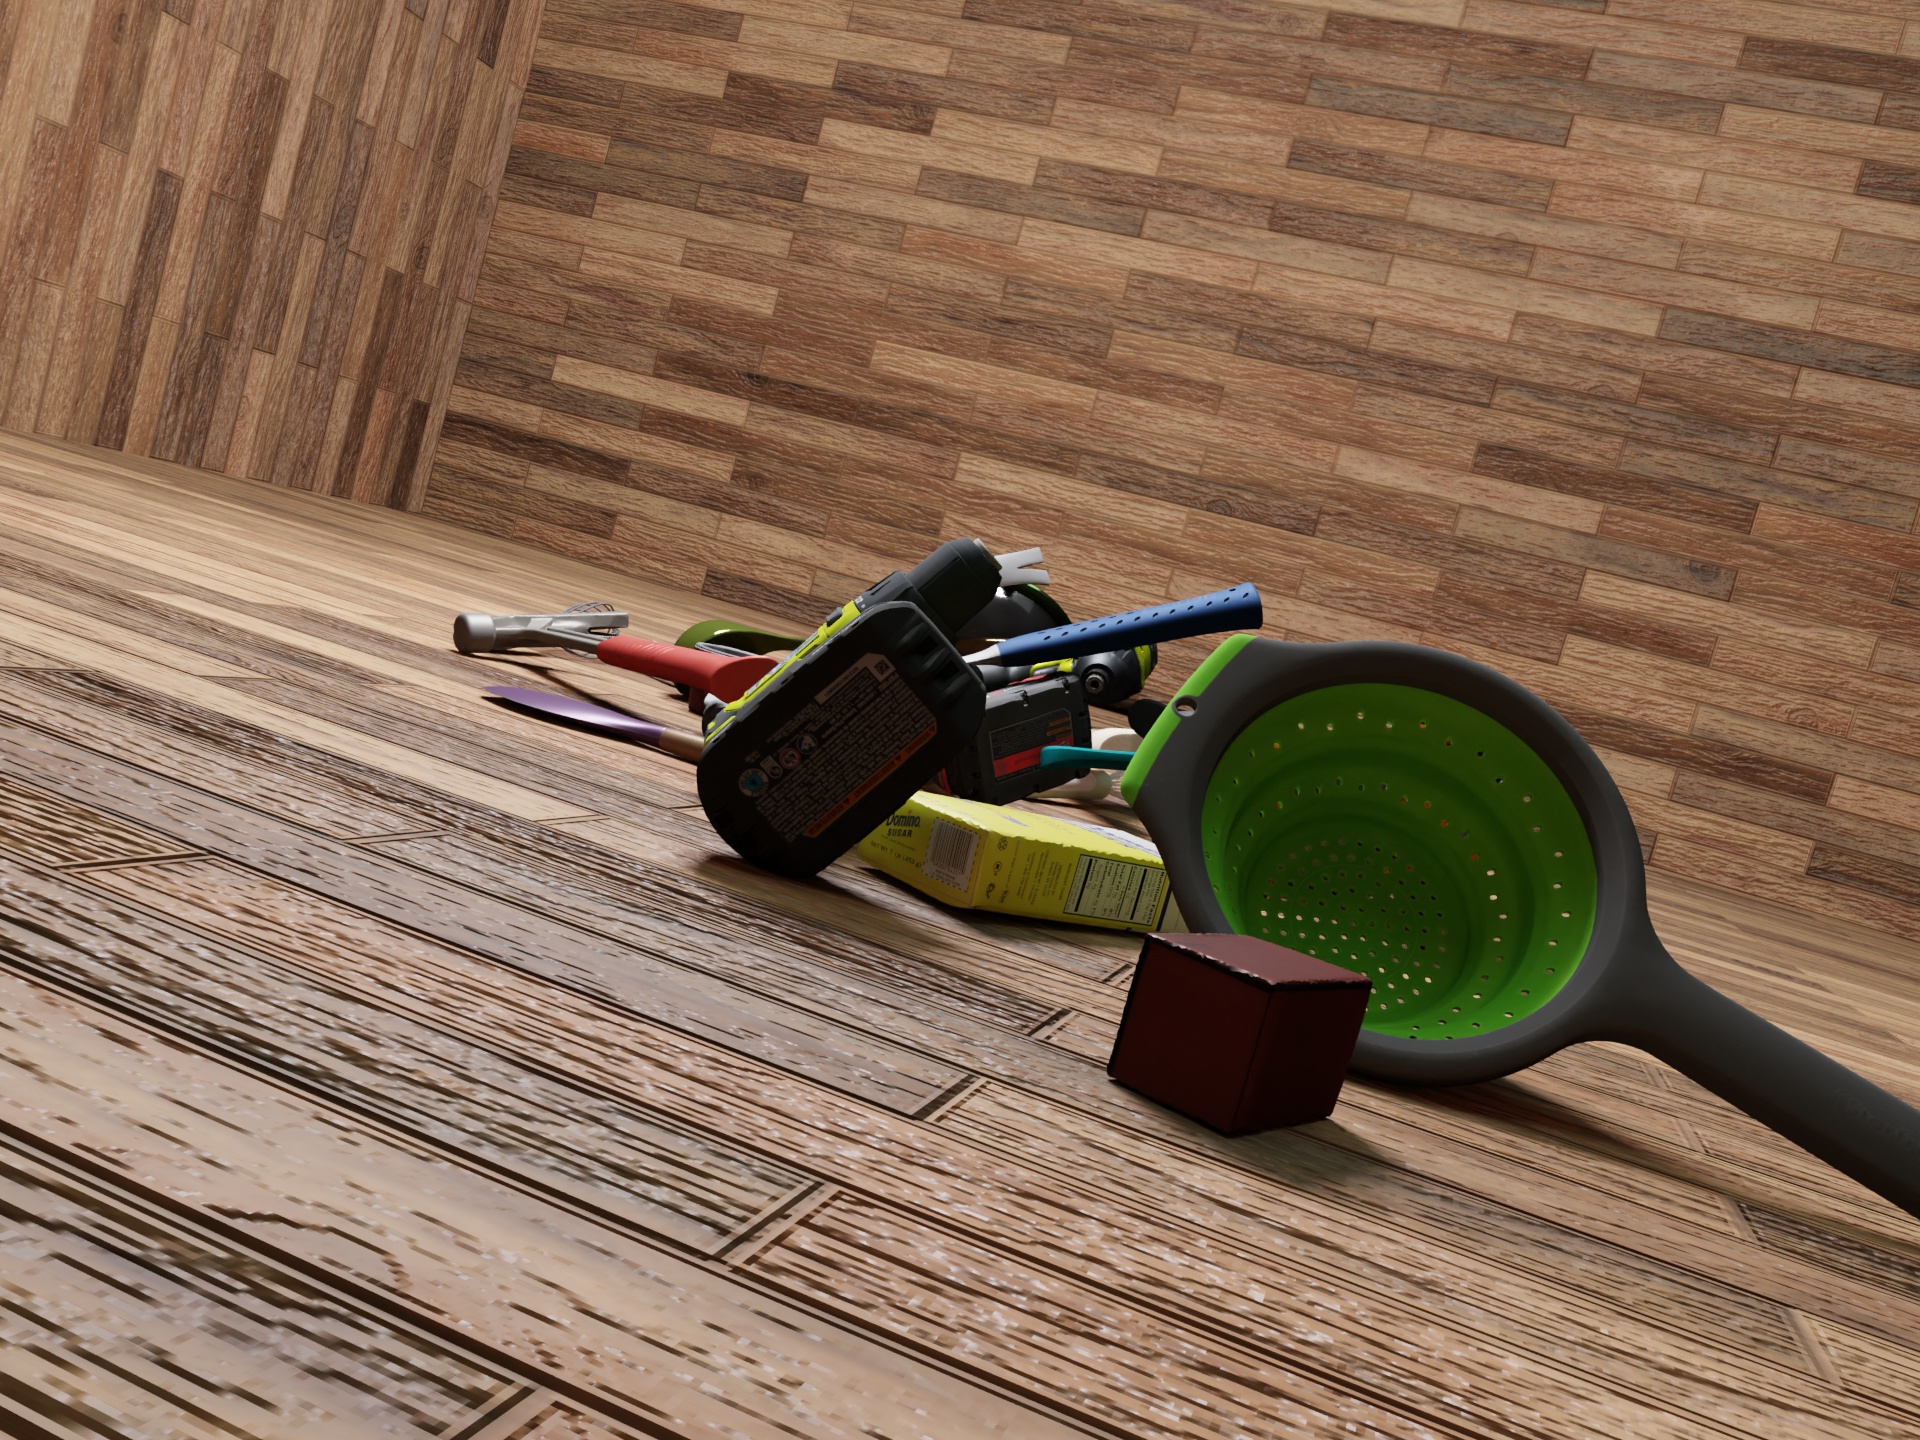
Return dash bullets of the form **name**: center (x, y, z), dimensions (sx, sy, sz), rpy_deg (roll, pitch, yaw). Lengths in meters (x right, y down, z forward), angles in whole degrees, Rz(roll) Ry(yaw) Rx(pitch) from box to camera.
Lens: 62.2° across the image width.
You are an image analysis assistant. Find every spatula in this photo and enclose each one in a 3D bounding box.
- **spatula**: center (-0.164, 0.018, 0.992), dimensions (0.316, 0.018, 0.059), rpy_deg (15, 5, 19)

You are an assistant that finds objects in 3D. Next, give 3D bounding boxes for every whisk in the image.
- **whisk**: center (0.126, 0.055, 1.369), dimensions (0.059, 0.058, 0.246), rpy_deg (-26, -19, 37)
- **whisk**: center (-0.361, -0.078, 1.380), dimensions (0.055, 0.055, 0.239), rpy_deg (16, 9, 16)

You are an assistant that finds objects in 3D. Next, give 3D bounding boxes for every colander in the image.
- **colander**: center (0.253, 0.115, 0.689), dimensions (0.397, 0.204, 0.094), rpy_deg (33, -26, 16)

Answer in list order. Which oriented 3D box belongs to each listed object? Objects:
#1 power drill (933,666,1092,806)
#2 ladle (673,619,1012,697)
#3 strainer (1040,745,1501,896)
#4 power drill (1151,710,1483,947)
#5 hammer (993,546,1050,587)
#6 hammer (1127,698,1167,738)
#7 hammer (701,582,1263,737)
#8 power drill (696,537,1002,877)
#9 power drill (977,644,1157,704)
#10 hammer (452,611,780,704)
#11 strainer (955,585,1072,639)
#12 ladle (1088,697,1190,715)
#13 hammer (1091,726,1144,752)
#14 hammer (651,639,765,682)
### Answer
- **power drill**: center (-0.002, -0.004, 1.219), dimensions (0.143, 0.078, 0.220), rpy_deg (-17, 19, -29)
- **ladle**: center (-0.086, -0.051, 1.331), dimensions (0.320, 0.062, 0.078), rpy_deg (1, -29, 7)
- **strainer**: center (0.222, 0.073, 1.139), dimensions (0.340, 0.095, 0.211), rpy_deg (5, -15, -11)
- **power drill**: center (0.237, 0.068, 1.003), dimensions (0.226, 0.164, 0.084), rpy_deg (0, 10, -23)
- **hammer**: center (-0.062, -0.081, 1.431), dimensions (0.127, 0.034, 0.337), rpy_deg (-14, -6, -37)
- **hammer**: center (0.219, 0.039, 1.328), dimensions (0.149, 0.036, 0.408), rpy_deg (33, 3, 28)
- **hammer**: center (0.016, -0.047, 1.157), dimensions (0.405, 0.035, 0.144), rpy_deg (-11, 14, -3)
- **power drill**: center (-0.051, -0.018, 0.813), dimensions (0.080, 0.190, 0.228), rpy_deg (49, 4, -10)
- **power drill**: center (0.052, -0.035, 1.391), dimensions (0.223, 0.080, 0.171), rpy_deg (-10, 9, 17)
- **hammer**: center (-0.229, -0.048, 1.155), dimensions (0.149, 0.036, 0.359), rpy_deg (-3, 10, -39)
- **strainer**: center (-0.005, -0.047, 1.550), dimensions (0.256, 0.069, 0.151), rpy_deg (-22, -64, 38)
- **ladle**: center (0.225, 0.004, 1.427), dimensions (0.316, 0.031, 0.069), rpy_deg (14, -7, 43)
- **hammer**: center (0.083, 0.013, 1.440), dimensions (0.146, 0.038, 0.411), rpy_deg (-1, 3, -8)
- **hammer**: center (-0.225, -0.049, 1.563), dimensions (0.130, 0.031, 0.331), rpy_deg (16, 4, -2)
